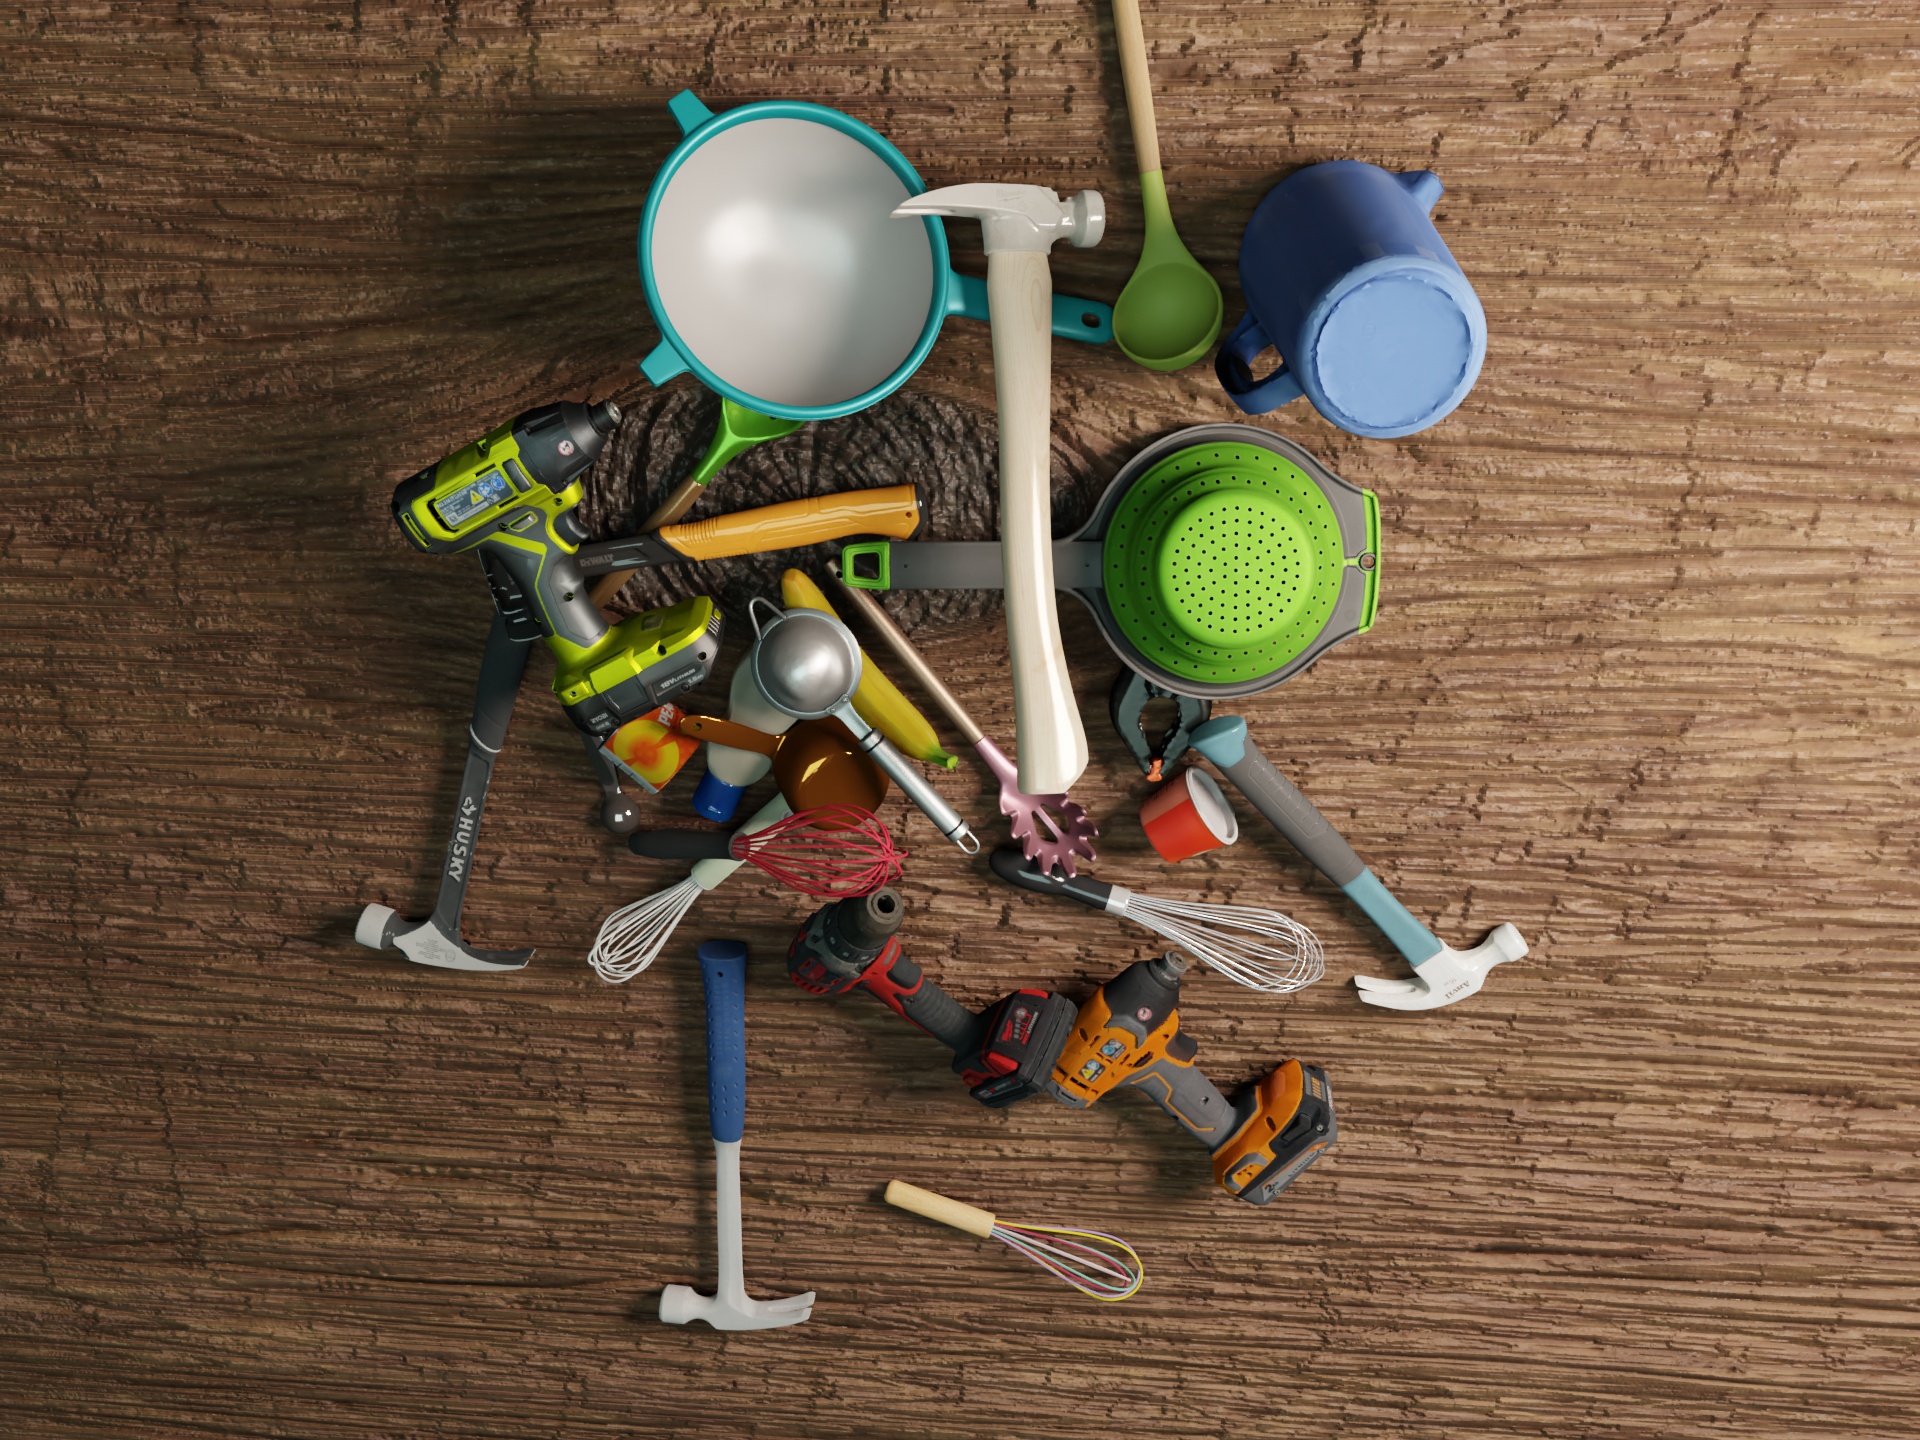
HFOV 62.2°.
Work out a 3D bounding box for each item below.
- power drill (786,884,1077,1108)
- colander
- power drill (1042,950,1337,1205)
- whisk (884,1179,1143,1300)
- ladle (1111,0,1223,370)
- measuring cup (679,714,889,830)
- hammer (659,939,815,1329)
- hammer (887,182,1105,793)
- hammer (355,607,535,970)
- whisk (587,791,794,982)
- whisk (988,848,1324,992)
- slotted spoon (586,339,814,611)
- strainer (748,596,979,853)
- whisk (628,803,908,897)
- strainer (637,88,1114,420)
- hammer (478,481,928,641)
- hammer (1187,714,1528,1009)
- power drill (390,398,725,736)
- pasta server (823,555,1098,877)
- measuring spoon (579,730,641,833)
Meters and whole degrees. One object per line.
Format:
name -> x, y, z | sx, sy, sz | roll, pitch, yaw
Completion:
power drill -> -0.022, 0.214, 1.278 | 0.226, 0.080, 0.188 | 32, 149, -7
colander -> 0.109, -0.110, 1.139 | 0.397, 0.094, 0.204 | 0, 99, 2
power drill -> 0.198, 0.289, 1.313 | 0.226, 0.084, 0.164 | 32, 118, -10
whisk -> 0.047, 0.467, 1.433 | 0.245, 0.051, 0.047 | 19, 118, 1
ladle -> 0.122, -0.397, 1.072 | 0.078, 0.062, 0.320 | -5, 109, 19
measuring cup -> -0.134, 0.033, 1.234 | 0.173, 0.052, 0.095 | 17, 110, -30
hammer -> -0.203, 0.383, 1.427 | 0.144, 0.035, 0.405 | 4, 112, 4
hammer -> 0.035, -0.154, 1.080 | 0.146, 0.038, 0.410 | -4, 92, -17
hammer -> -0.390, 0.034, 1.307 | 0.149, 0.036, 0.408 | 18, 112, -3
whisk -> -0.221, 0.136, 1.328 | 0.246, 0.059, 0.057 | -40, 147, 15
whisk -> 0.158, 0.157, 1.289 | 0.284, 0.070, 0.070 | 18, 113, 4
slotted spoon -> -0.217, -0.168, 1.213 | 0.070, 0.031, 0.313 | 40, 112, -13
strainer -> -0.072, 0.009, 1.200 | 0.087, 0.050, 0.258 | -40, 102, 16
whisk -> -0.159, 0.099, 1.240 | 0.296, 0.073, 0.073 | -1, 115, 39
strainer -> -0.060, -0.300, 1.116 | 0.340, 0.095, 0.211 | 6, 89, -19
hammer -> -0.192, -0.143, 1.193 | 0.337, 0.034, 0.127 | -9, 122, 2
hammer -> 0.300, 0.112, 1.254 | 0.128, 0.033, 0.330 | -39, 109, 19
power drill -> -0.272, -0.113, 1.143 | 0.171, 0.080, 0.223 | -26, 117, 12
pasta server -> -0.002, -0.004, 1.251 | 0.060, 0.040, 0.316 | -39, 102, 3
measuring spoon -> -0.295, 0.040, 1.308 | 0.034, 0.018, 0.124 | -11, 109, 10
